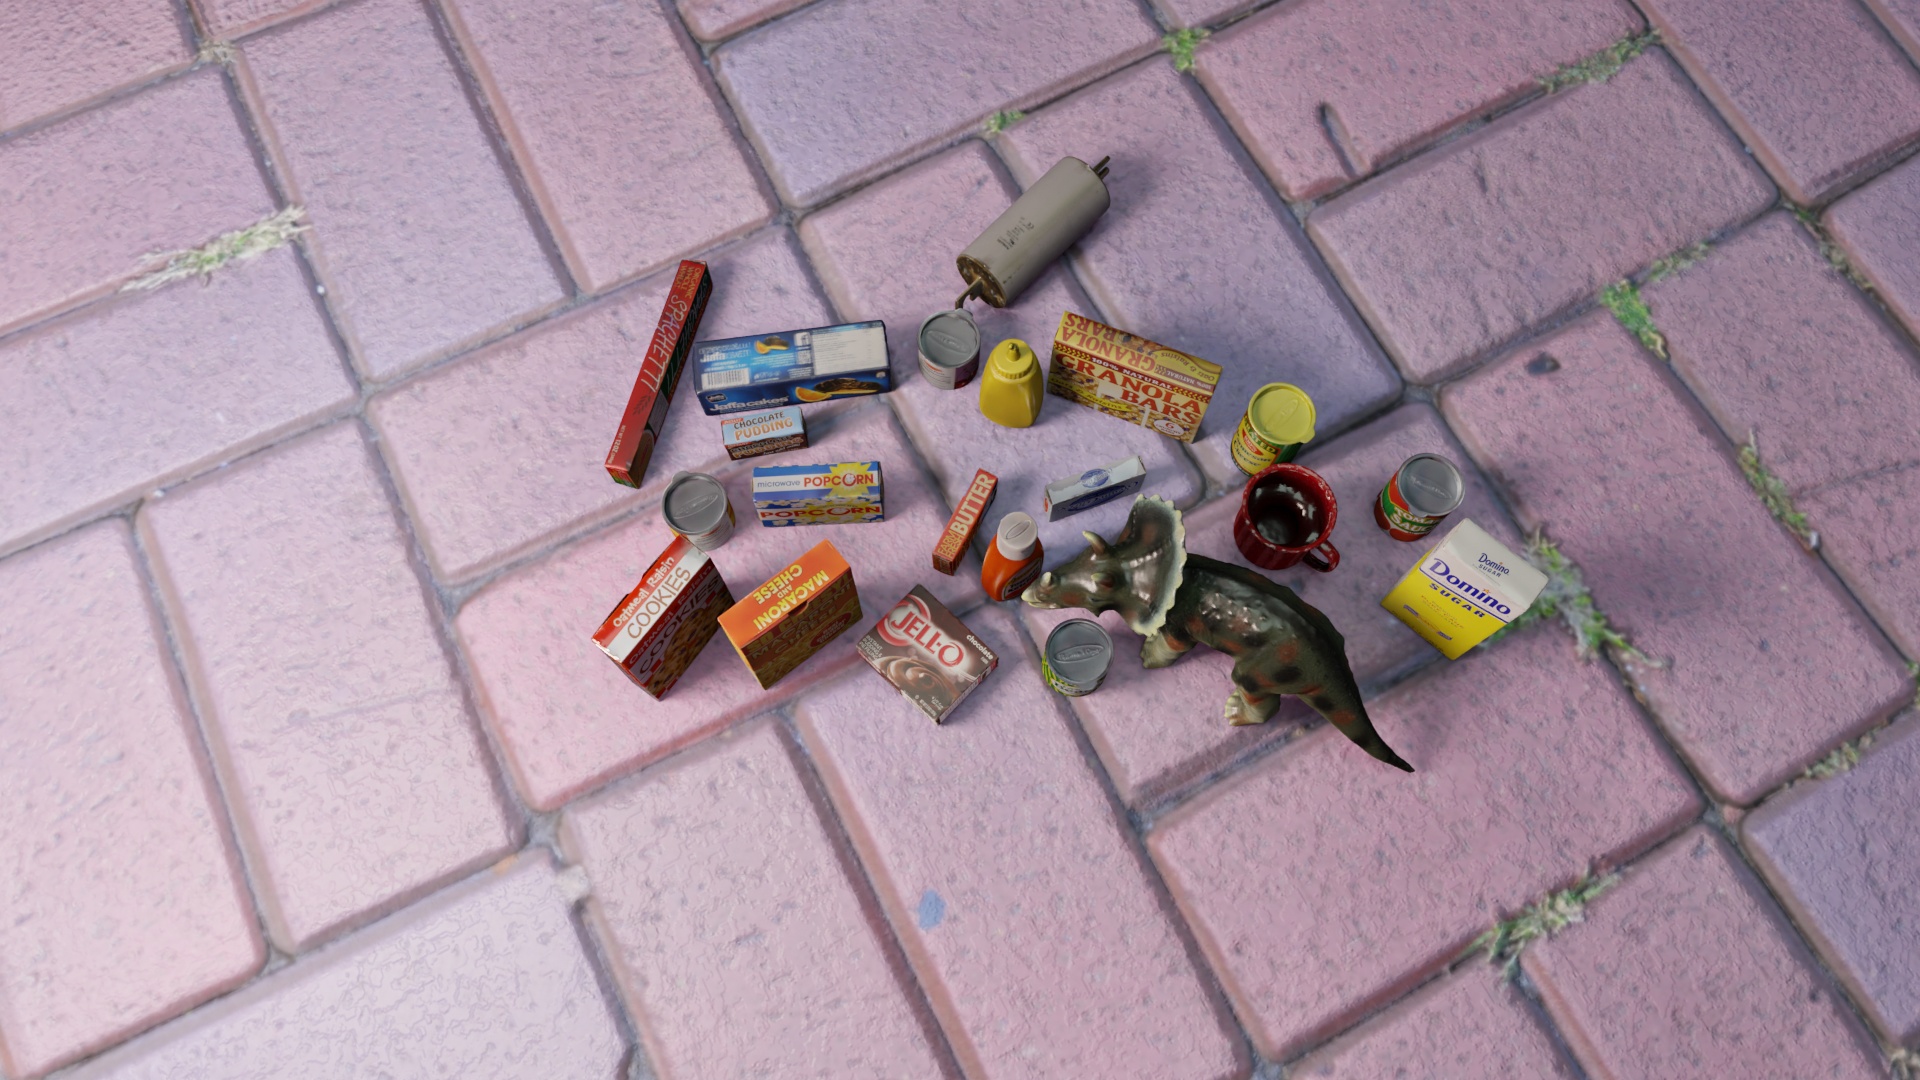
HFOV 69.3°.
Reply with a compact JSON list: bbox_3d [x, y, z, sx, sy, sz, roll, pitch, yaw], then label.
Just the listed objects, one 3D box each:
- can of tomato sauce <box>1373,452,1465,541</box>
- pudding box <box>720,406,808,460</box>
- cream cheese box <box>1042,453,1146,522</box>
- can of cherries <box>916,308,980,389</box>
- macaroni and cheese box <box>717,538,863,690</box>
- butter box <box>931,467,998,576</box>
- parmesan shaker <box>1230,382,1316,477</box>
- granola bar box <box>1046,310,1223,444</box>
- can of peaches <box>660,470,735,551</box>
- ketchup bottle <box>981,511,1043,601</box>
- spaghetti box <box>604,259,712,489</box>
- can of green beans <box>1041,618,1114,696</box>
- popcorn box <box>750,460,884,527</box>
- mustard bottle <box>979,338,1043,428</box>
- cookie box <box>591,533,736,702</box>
[{"bbox_3d":[0.457,-0.040,1.389,0.071,0.083,0.071,0,71,0],"label":"can of tomato sauce"},{"bbox_3d":[-0.200,-0.110,1.426,0.084,0.049,0.030,-10,72,-4],"label":"pudding box"},{"bbox_3d":[0.134,-0.053,1.407,0.104,0.053,0.024,-19,73,-7],"label":"cream cheese box"},{"bbox_3d":[-0.010,-0.200,1.454,0.071,0.058,0.071,0,71,0],"label":"can of cherries"},{"bbox_3d":[-0.154,0.072,1.302,0.124,0.166,0.040,-37,76,-12],"label":"macaroni and cheese box"},{"bbox_3d":[0.005,-0.017,1.394,0.024,0.053,0.104,26,73,8],"label":"butter box"},{"bbox_3d":[0.315,-0.106,1.400,0.071,0.102,0.071,0,71,0],"label":"parmesan shaker"},{"bbox_3d":[0.172,-0.163,1.407,0.166,0.124,0.039,21,73,7],"label":"granola bar box"},{"bbox_3d":[-0.263,-0.030,1.393,0.071,0.058,0.071,0,71,0],"label":"can of peaches"},{"bbox_3d":[0.051,0.013,1.333,0.065,0.148,0.043,-36,75,-11],"label":"ketchup bottle"},{"bbox_3d":[-0.312,-0.176,1.447,0.029,0.050,0.251,14,72,4],"label":"spaghetti box"},{"bbox_3d":[0.113,0.114,1.347,0.071,0.057,0.071,0,71,0],"label":"can of green beans"},{"bbox_3d":[-0.140,-0.045,1.385,0.127,0.085,0.038,-3,72,-1],"label":"popcorn box"},{"bbox_3d":[0.053,-0.163,1.387,0.065,0.159,0.049,14,72,4],"label":"mustard bottle"},{"bbox_3d":[-0.274,0.075,1.299,0.040,0.167,0.123,34,75,10],"label":"cookie box"}]
